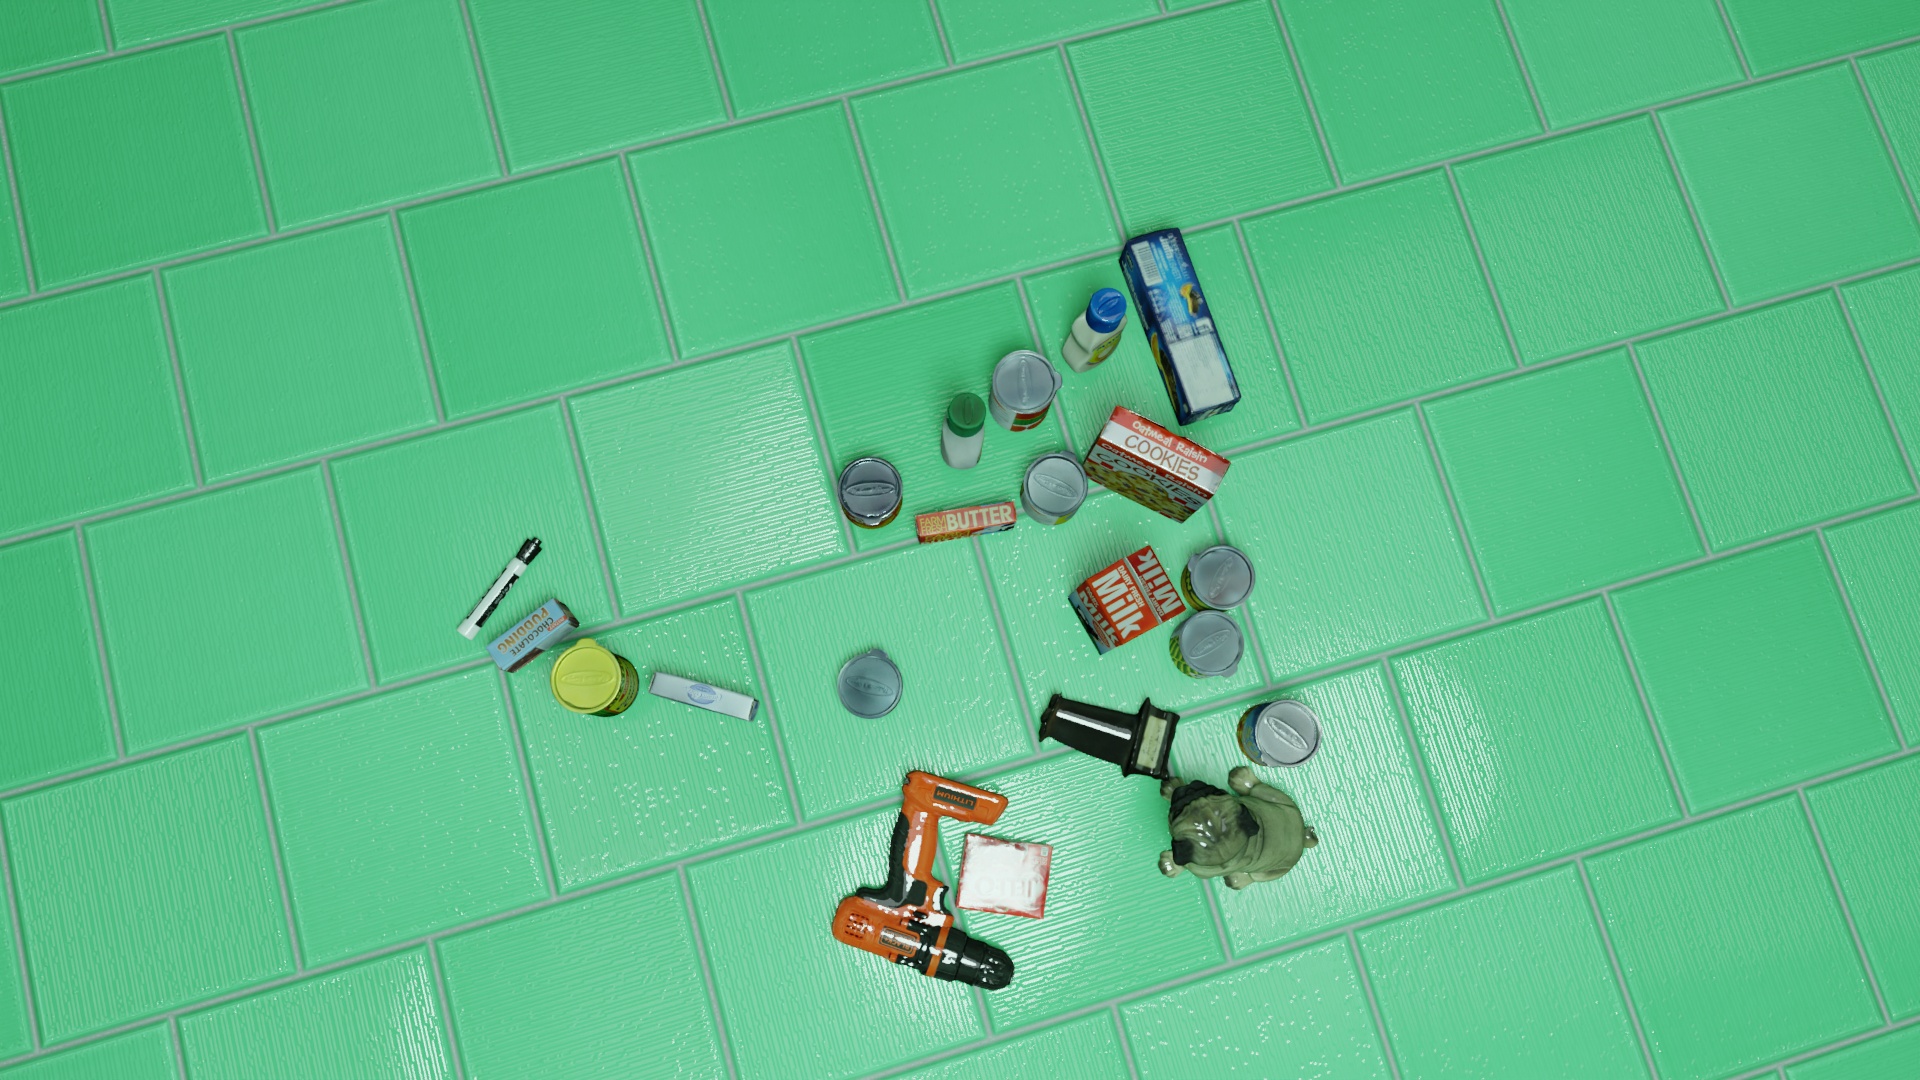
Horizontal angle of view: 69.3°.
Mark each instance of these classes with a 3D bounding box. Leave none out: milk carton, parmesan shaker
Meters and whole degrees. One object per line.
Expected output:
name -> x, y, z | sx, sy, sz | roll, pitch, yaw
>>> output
milk carton -> 0.162, 0.059, 1.351 | 0.073, 0.190, 0.072 | -29, 83, -7
parmesan shaker -> -0.355, 0.136, 1.359 | 0.071, 0.103, 0.071 | 0, 80, -2

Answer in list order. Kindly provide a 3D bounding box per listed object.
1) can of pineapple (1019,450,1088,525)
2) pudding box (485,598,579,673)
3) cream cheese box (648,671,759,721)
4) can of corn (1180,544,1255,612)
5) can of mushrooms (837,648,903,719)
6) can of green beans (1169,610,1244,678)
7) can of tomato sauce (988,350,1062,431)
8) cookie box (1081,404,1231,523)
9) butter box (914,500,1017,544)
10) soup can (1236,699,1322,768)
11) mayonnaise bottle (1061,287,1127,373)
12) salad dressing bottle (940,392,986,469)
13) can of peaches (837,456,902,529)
can of pineapple -> 0.097, -0.053, 1.436 | 0.071, 0.057, 0.071 | 0, 80, -2
pudding box -> -0.428, 0.096, 1.390 | 0.084, 0.049, 0.030 | -37, 84, -8
cream cheese box -> -0.254, 0.156, 1.385 | 0.104, 0.053, 0.024 | 15, 80, 0
can of corn -> 0.261, 0.040, 1.426 | 0.071, 0.058, 0.071 | 0, 80, -2
can of mushrooms -> -0.090, 0.146, 1.404 | 0.071, 0.033, 0.071 | 0, 80, -2
can of green beans -> 0.250, 0.107, 1.414 | 0.071, 0.057, 0.071 | 0, 80, -2
can of tomato sauce -> 0.065, -0.154, 1.439 | 0.071, 0.083, 0.071 | 0, 80, -2
cookie box -> 0.190, -0.074, 1.388 | 0.123, 0.167, 0.040 | 26, 81, 2
butter box -> 0.005, -0.018, 1.428 | 0.103, 0.053, 0.024 | -9, 81, -4
soup can -> 0.315, 0.196, 1.388 | 0.071, 0.083, 0.071 | 0, 80, -2
mayonnaise bottle -> 0.141, -0.217, 1.421 | 0.065, 0.148, 0.041 | -35, 84, -7
salad dressing bottle -> 0.004, -0.112, 1.396 | 0.044, 0.147, 0.064 | 0, 81, -2
can of peaches -> -0.092, -0.046, 1.426 | 0.071, 0.058, 0.071 | 0, 80, -2
